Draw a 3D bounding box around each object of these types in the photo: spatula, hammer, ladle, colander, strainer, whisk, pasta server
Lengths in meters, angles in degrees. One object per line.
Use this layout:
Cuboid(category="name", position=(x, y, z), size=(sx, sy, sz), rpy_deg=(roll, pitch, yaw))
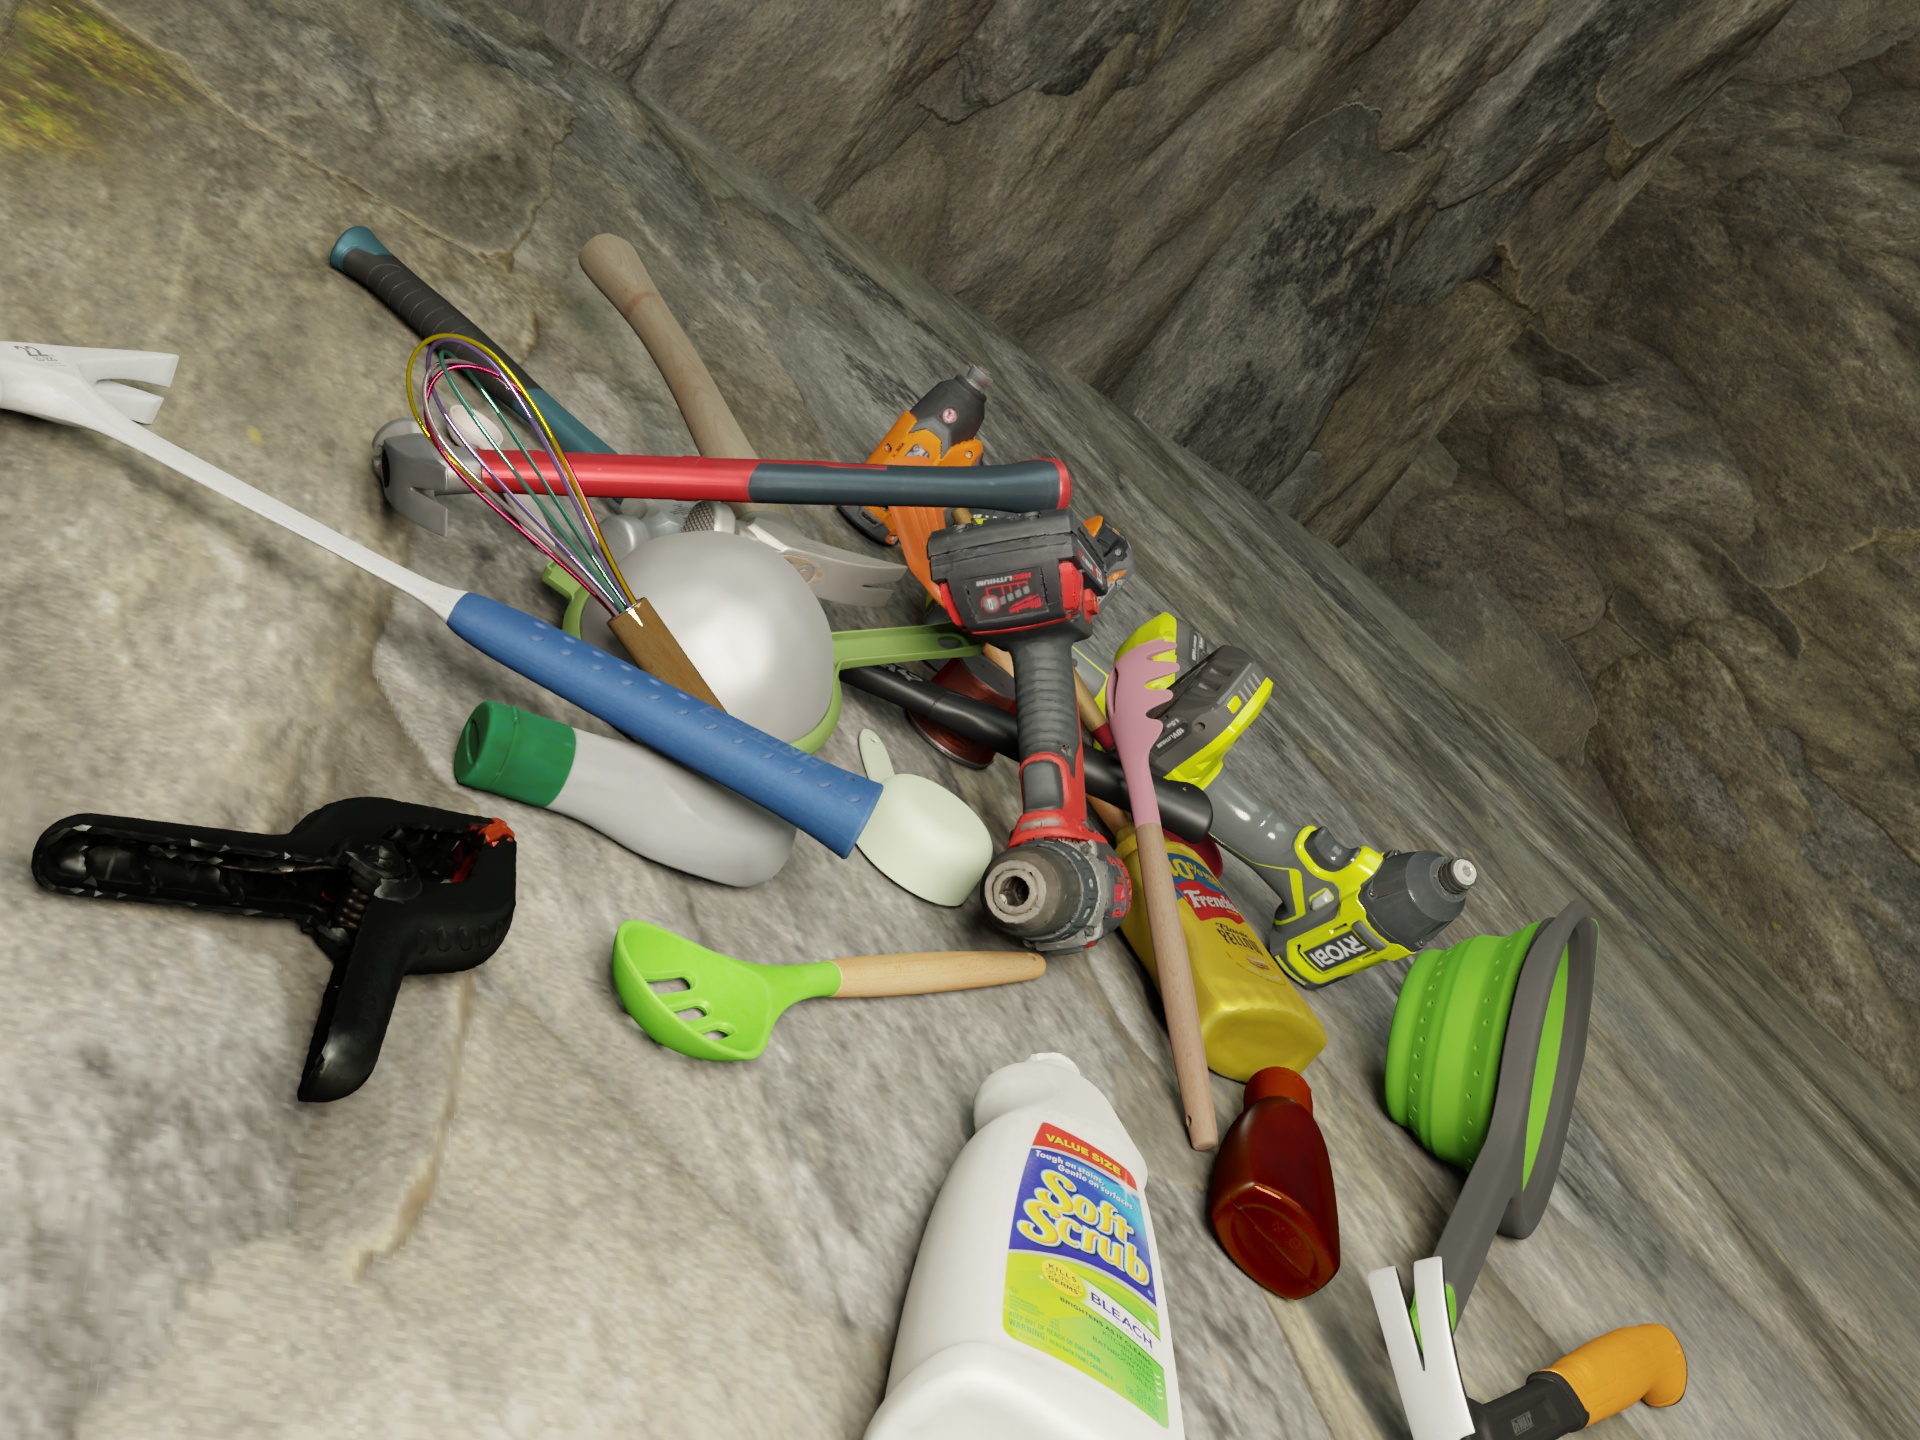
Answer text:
Cuboid(category="spatula", position=(0.040, -0.038, 1.078), size=(0.322, 0.041, 0.081), rpy_deg=(54, 28, 4))
Cuboid(category="hammer", position=(-0.218, -0.054, 0.670), size=(0.405, 0.035, 0.144), rpy_deg=(28, 14, -3))
Cuboid(category="ladle", position=(0.083, -0.017, 1.112), size=(0.315, 0.031, 0.069), rpy_deg=(57, 35, 3))
Cuboid(category="colander", position=(0.277, 0.227, 0.907), size=(0.094, 0.204, 0.397), rpy_deg=(9, 22, 29))
Cuboid(category="hammer", position=(-0.002, -0.003, 0.954), size=(0.334, 0.035, 0.146), rpy_deg=(24, 21, -7))
Cuboid(category="hammer", position=(-0.285, -0.212, 1.011), size=(0.331, 0.033, 0.128), rpy_deg=(41, 26, 13))
Cuboid(category="strainer", position=(-0.079, -0.054, 0.842), size=(0.256, 0.069, 0.152), rpy_deg=(-7, 50, -37))
Cuboid(category="whisk", position=(-0.168, -0.067, 0.724), size=(0.245, 0.047, 0.051), rpy_deg=(56, -8, -15))
Cuboid(category="hammer", position=(-0.171, -0.217, 1.071), size=(0.146, 0.038, 0.411), rpy_deg=(12, 33, -39))
Cuboid(category="pasta server", position=(0.116, 0.084, 0.882), size=(0.040, 0.060, 0.317), rpy_deg=(3, 54, -12))
Cuboid(category="hammer", position=(-0.105, -0.126, 0.856), size=(0.386, 0.038, 0.143), rpy_deg=(-2, 19, -27))
Cuboid(category="hammer", position=(0.292, 0.317, 0.769), size=(0.336, 0.034, 0.127), rpy_deg=(19, 51, -51))

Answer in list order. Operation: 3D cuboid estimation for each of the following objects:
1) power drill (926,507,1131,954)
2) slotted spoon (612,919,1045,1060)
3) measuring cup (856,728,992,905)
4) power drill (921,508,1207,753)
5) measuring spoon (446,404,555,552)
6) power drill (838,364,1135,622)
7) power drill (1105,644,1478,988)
Cuboid(category="power drill", position=(0.038, 0.009, 0.828), size=(0.187, 0.080, 0.227), rpy_deg=(22, 61, -74))
Cuboid(category="slotted spoon", position=(-0.042, 0.115, 0.701), size=(0.070, 0.031, 0.313), rpy_deg=(47, 19, 27))
Cuboid(category="measuring cup", position=(-0.028, 0.038, 0.887), size=(0.083, 0.038, 0.168), rpy_deg=(27, 20, -28))
Cuboid(category="power drill", position=(0.078, -0.076, 1.215), size=(0.228, 0.080, 0.191), rpy_deg=(32, 44, -20))
Cuboid(category="measuring spoon", position=(-0.265, -0.135, 0.915), size=(0.034, 0.018, 0.124), rpy_deg=(9, 40, -55))
Cuboid(category="power drill", position=(0.034, -0.173, 1.311), size=(0.226, 0.164, 0.084), rpy_deg=(37, 14, -8))
Cuboid(category="power drill", position=(0.210, 0.066, 1.025), size=(0.223, 0.171, 0.080), rpy_deg=(44, 55, -2))
